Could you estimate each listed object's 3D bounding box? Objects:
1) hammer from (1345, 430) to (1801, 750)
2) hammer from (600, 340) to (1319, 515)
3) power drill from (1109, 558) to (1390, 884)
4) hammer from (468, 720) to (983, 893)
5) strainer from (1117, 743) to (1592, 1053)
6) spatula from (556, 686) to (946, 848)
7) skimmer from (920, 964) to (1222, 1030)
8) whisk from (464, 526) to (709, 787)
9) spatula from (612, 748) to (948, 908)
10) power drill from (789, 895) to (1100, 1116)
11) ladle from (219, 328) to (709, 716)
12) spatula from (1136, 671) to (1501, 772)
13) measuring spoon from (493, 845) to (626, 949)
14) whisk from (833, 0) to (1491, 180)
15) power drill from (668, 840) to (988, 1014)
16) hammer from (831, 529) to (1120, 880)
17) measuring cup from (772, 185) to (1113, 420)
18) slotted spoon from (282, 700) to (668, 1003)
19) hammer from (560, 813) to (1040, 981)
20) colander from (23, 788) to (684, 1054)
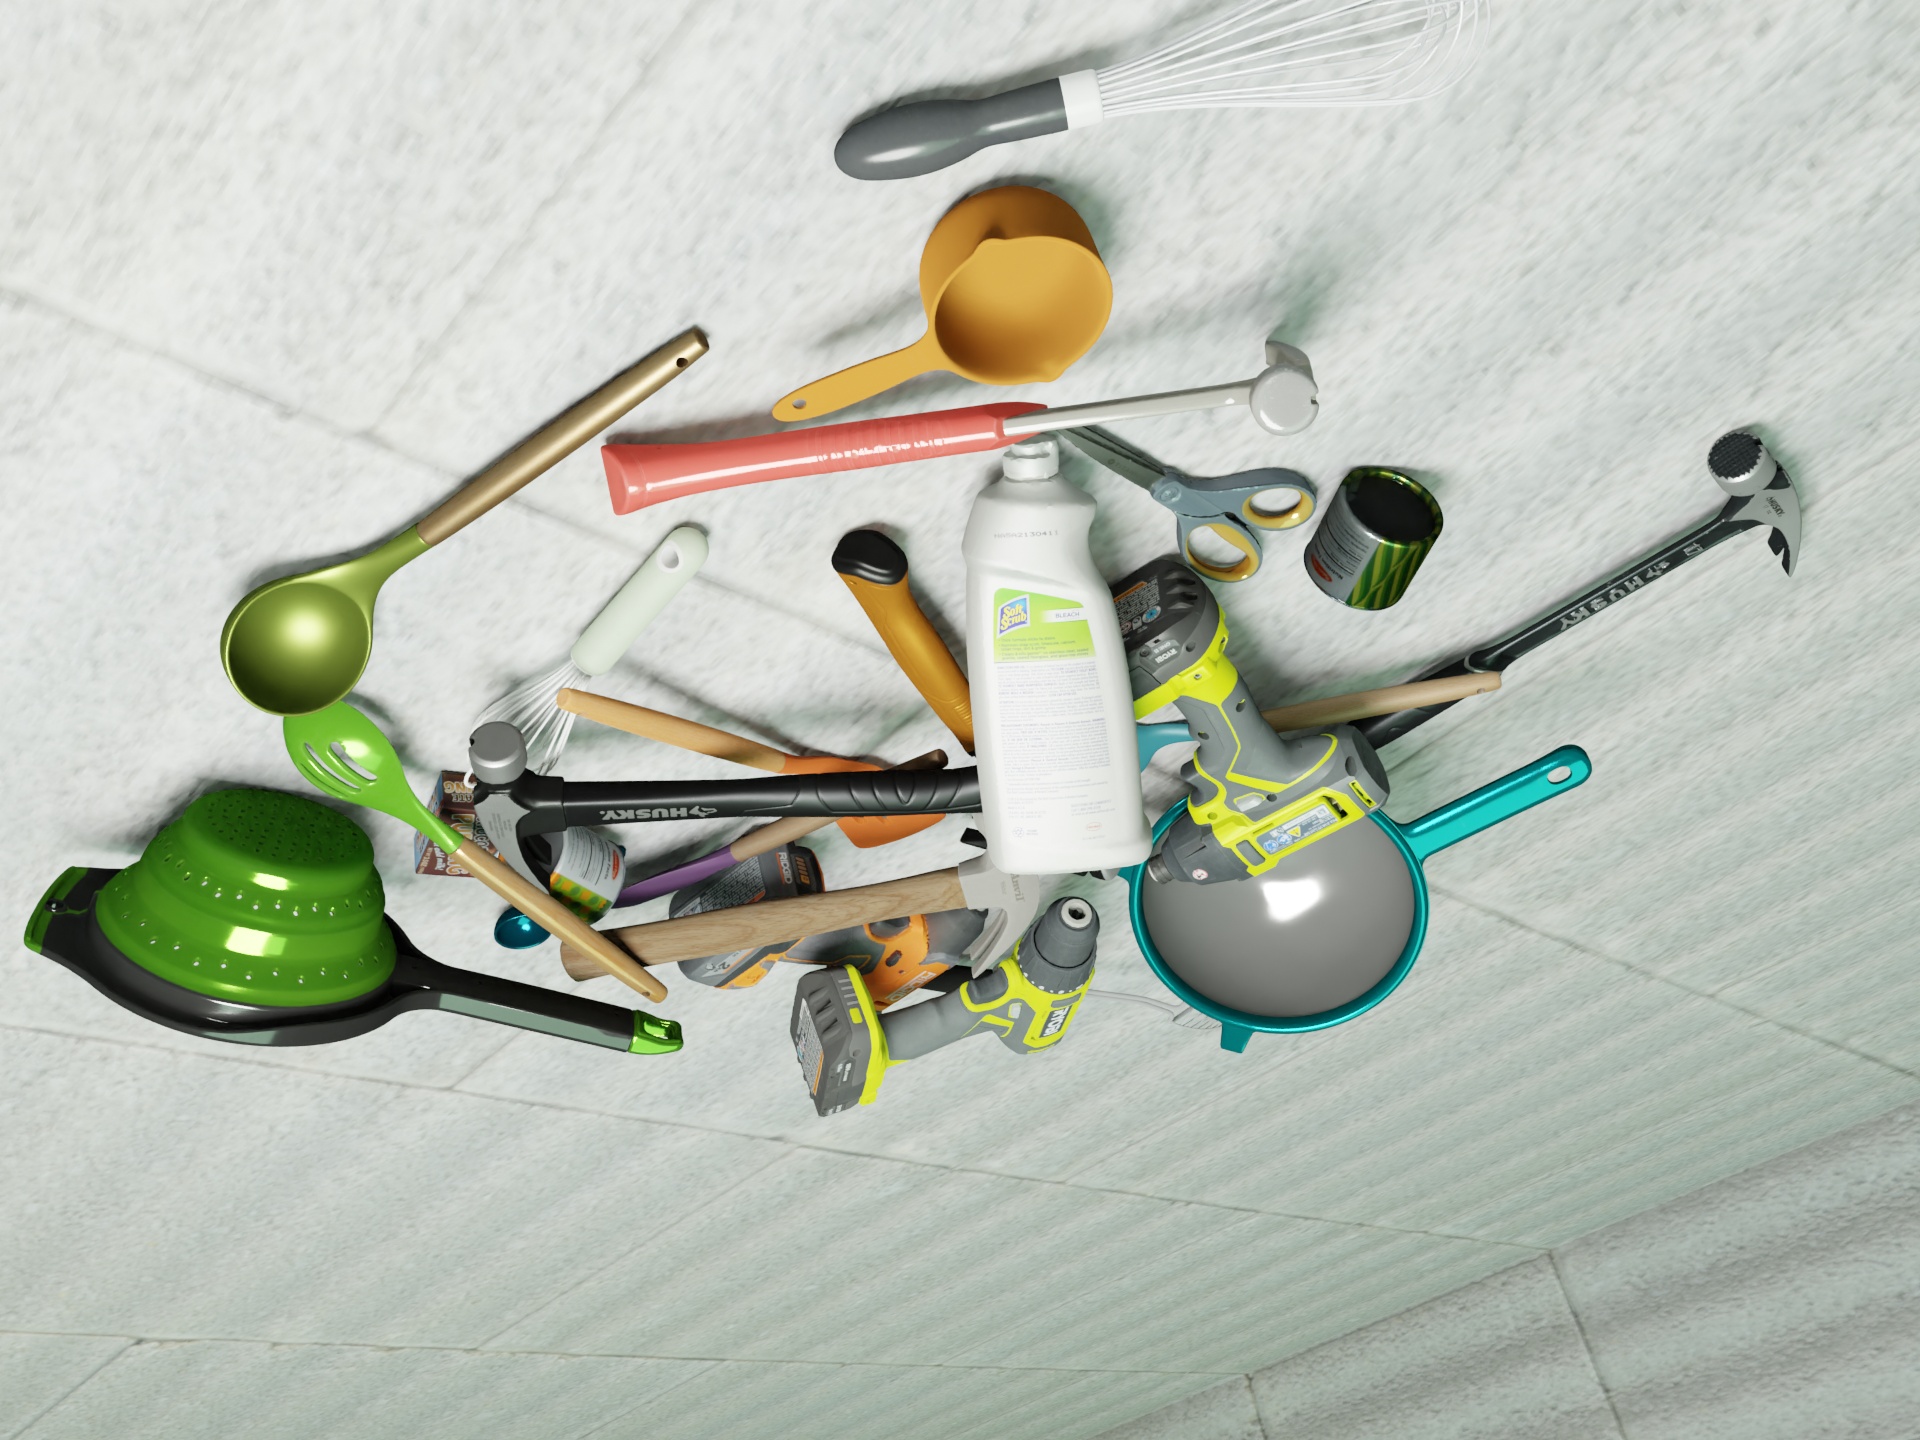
[{"bbox_3d":[0.387,-0.049,1.116,0.409,0.036,0.149,-34,141,28],"label":"hammer"},{"bbox_3d":[-0.005,-0.148,0.808,0.359,0.149,0.036,-7,107,8],"label":"hammer"},{"bbox_3d":[0.148,0.017,1.029,0.171,0.080,0.223,-31,122,25],"label":"power drill"},{"bbox_3d":[-0.122,0.050,0.977,0.334,0.035,0.146,-2,145,-9],"label":"hammer"},{"bbox_3d":[0.285,0.089,1.149,0.340,0.095,0.211,-29,103,21],"label":"strainer"},{"bbox_3d":[-0.132,0.030,1.023,0.081,0.041,0.322,-23,155,29],"label":"spatula"},{"bbox_3d":[0.110,0.213,1.398,0.363,0.090,0.127,9,143,-12],"label":"skimmer"},{"bbox_3d":[-0.222,-0.031,0.936,0.246,0.058,0.059,-42,171,30],"label":"whisk"},{"bbox_3d":[-0.135,0.081,1.080,0.316,0.018,0.059,-25,164,30],"label":"spatula"},{"bbox_3d":[-0.005,0.210,1.199,0.228,0.080,0.190,-13,148,-19],"label":"power drill"},{"bbox_3d":[-0.254,-0.100,0.814,0.320,0.062,0.078,-30,141,18],"label":"ladle"},{"bbox_3d":[0.217,0.011,1.114,0.317,0.044,0.082,-12,143,13],"label":"spatula"},{"bbox_3d":[-0.290,0.123,1.155,0.128,0.021,0.042,-38,138,18],"label":"measuring spoon"},{"bbox_3d":[0.084,-0.273,0.682,0.284,0.070,0.070,-12,146,6],"label":"whisk"},{"bbox_3d":[-0.087,0.153,1.206,0.164,0.084,0.226,-37,142,27],"label":"power drill"},{"bbox_3d":[-0.002,-0.003,1.022,0.127,0.034,0.336,12,151,34],"label":"hammer"},{"bbox_3d":[-0.015,-0.194,0.763,0.173,0.052,0.095,-20,145,13],"label":"measuring cup"},{"bbox_3d":[-0.298,0.093,1.004,0.070,0.031,0.313,-27,125,28],"label":"slotted spoon"},{"bbox_3d":[-0.109,0.135,1.076,0.331,0.031,0.130,-12,120,7],"label":"hammer"},{"bbox_3d":[-0.353,0.128,1.001,0.396,0.205,0.094,18,105,-20],"label":"colander"}]
